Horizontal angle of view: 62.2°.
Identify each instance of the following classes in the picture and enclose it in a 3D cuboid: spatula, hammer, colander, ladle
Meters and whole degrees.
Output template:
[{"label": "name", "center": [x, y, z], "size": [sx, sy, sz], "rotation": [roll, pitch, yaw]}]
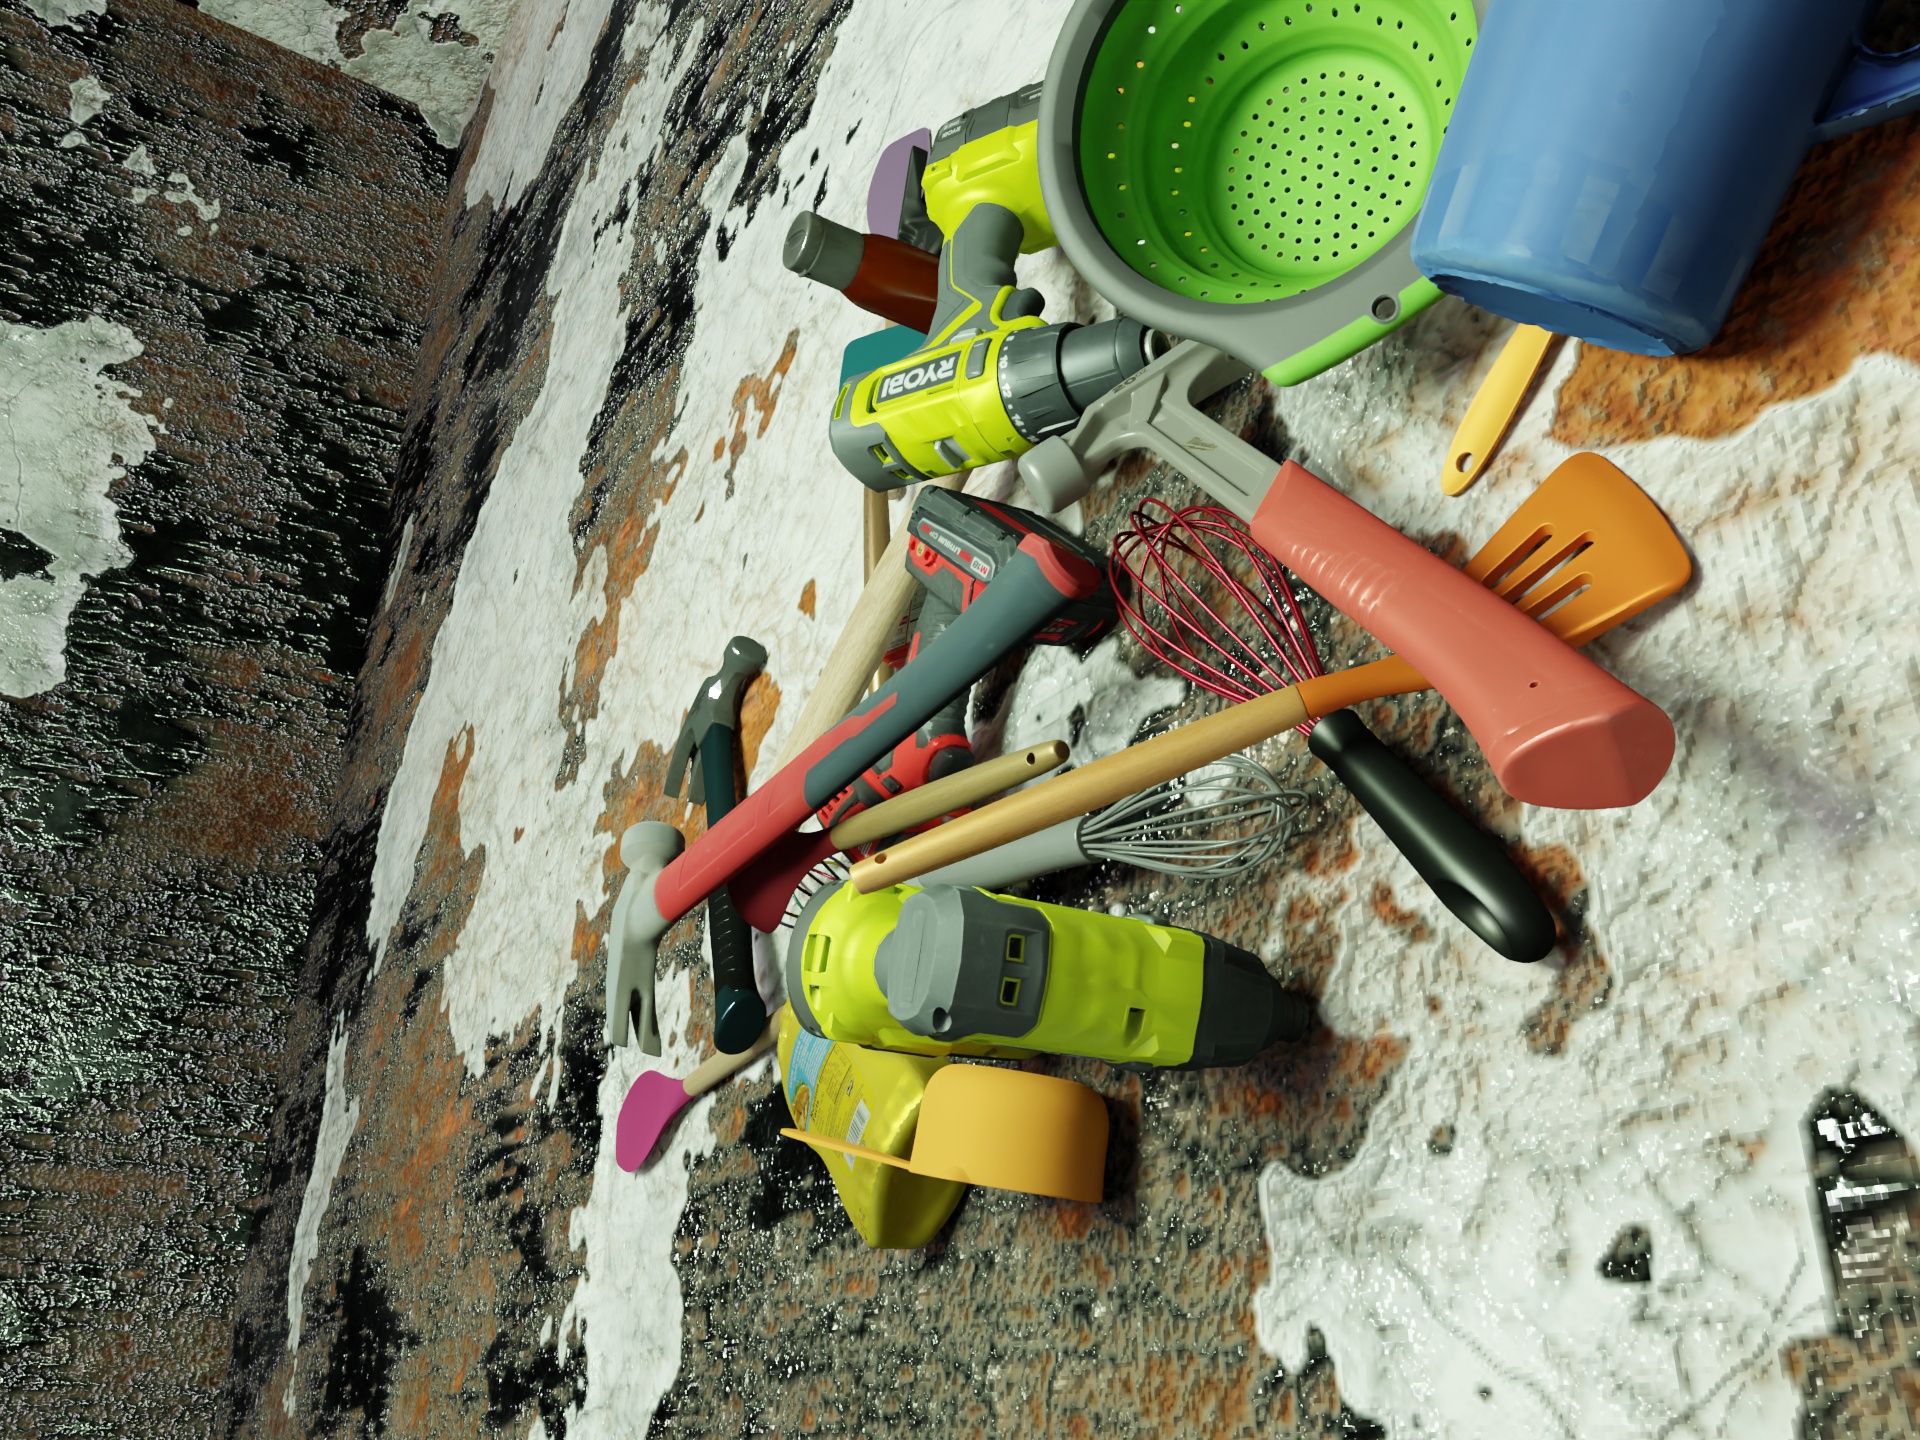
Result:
[{"label": "spatula", "center": [0.103, -0.004, 0.596], "size": [0.322, 0.041, 0.081], "rotation": [-23, 43, 8]}, {"label": "hammer", "center": [-0.041, -0.083, 0.941], "size": [0.130, 0.031, 0.331], "rotation": [34, 99, 49]}, {"label": "colander", "center": [0.110, -0.326, 0.708], "size": [0.204, 0.094, 0.397], "rotation": [-31, 73, 24]}, {"label": "spatula", "center": [-0.048, -0.125, 1.039], "size": [0.082, 0.044, 0.318], "rotation": [-9, 73, 25]}, {"label": "ladle", "center": [-0.047, 0.057, 0.835], "size": [0.315, 0.031, 0.069], "rotation": [-25, 70, 49]}, {"label": "hammer", "center": [0.055, -0.359, 0.983], "size": [0.337, 0.034, 0.127], "rotation": [-13, 66, 57]}, {"label": "hammer", "center": [-0.166, 0.088, 1.120], "size": [0.128, 0.033, 0.331], "rotation": [-54, 31, 31]}, {"label": "hammer", "center": [-0.070, 0.038, 0.820], "size": [0.386, 0.038, 0.143], "rotation": [-38, 41, 36]}, {"label": "hammer", "center": [0.143, -0.075, 0.597], "size": [0.149, 0.036, 0.359], "rotation": [-33, 32, -1]}, {"label": "spatula", "center": [-0.047, -0.294, 1.134], "size": [0.060, 0.018, 0.316], "rotation": [-16, 61, 32]}]

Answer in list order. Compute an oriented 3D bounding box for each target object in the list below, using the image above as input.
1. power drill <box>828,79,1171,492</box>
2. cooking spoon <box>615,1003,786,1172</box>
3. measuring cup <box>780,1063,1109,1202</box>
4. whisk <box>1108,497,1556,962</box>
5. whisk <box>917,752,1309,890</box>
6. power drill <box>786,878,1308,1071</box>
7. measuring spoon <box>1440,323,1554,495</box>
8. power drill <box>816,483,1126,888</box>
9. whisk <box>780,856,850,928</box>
[{"label": "power drill", "center": [0.037, -0.235, 0.853], "size": [0.190, 0.080, 0.229], "rotation": [-9, 56, 36]}, {"label": "cooking spoon", "center": [-0.172, 0.243, 1.089], "size": [0.319, 0.017, 0.069], "rotation": [-41, 44, 44]}, {"label": "measuring cup", "center": [-0.011, 0.184, 0.741], "size": [0.174, 0.095, 0.052], "rotation": [2, 74, 34]}, {"label": "whisk", "center": [0.140, -0.007, 0.645], "size": [0.073, 0.073, 0.296], "rotation": [-60, 39, 23]}, {"label": "whisk", "center": [0.058, 0.057, 0.732], "size": [0.239, 0.055, 0.055], "rotation": [-18, 61, 47]}, {"label": "power drill", "center": [0.026, 0.113, 0.687], "size": [0.223, 0.171, 0.080], "rotation": [165, 116, -66]}, {"label": "measuring spoon", "center": [0.222, -0.140, 0.624], "size": [0.021, 0.011, 0.117], "rotation": [52, 124, 48]}, {"label": "power drill", "center": [-0.001, -0.003, 0.861], "size": [0.143, 0.078, 0.219], "rotation": [41, 116, 49]}, {"label": "whisk", "center": [-0.048, 0.116, 0.924], "size": [0.245, 0.047, 0.051], "rotation": [18, 103, 56]}]
